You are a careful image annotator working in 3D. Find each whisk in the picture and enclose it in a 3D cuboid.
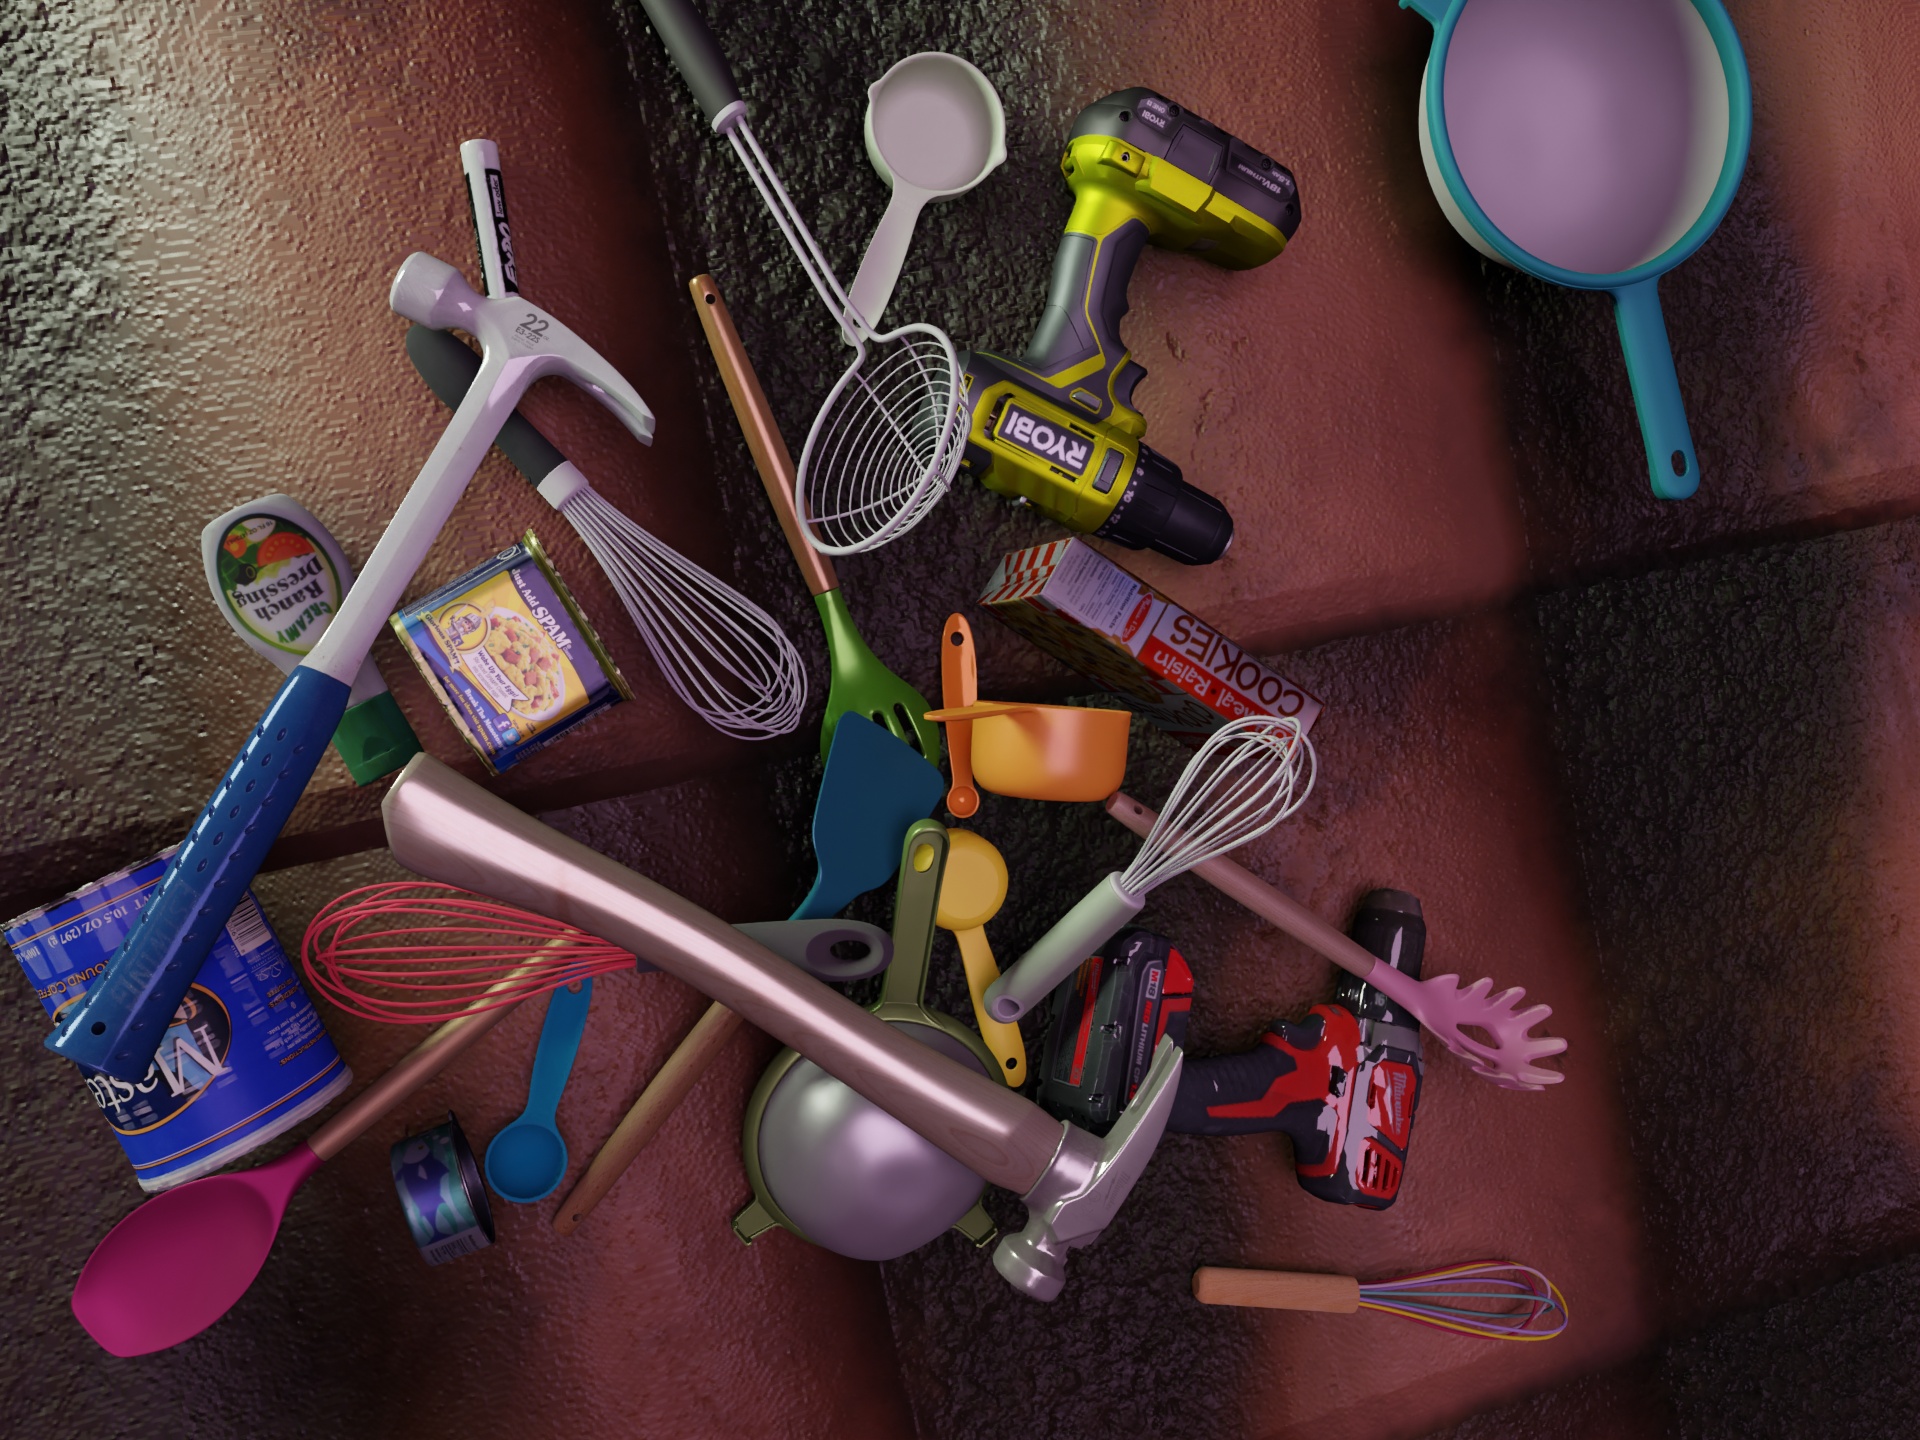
[{"bbox_3d":[0.093,0.084,0.839,0.057,0.059,0.246,38,116,-11],"label":"whisk"},{"bbox_3d":[-0.182,0.117,0.803,0.296,0.073,0.073,0,91,-3],"label":"whisk"},{"bbox_3d":[0.258,0.349,0.970,0.245,0.051,0.047,8,68,-12],"label":"whisk"},{"bbox_3d":[-0.185,-0.098,0.831,0.070,0.070,0.284,-45,97,-11],"label":"whisk"}]

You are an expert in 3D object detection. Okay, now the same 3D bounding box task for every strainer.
[{"bbox_3d":[0.374,-0.296,0.965,0.211,0.095,0.340,-18,98,-12],"label":"strainer"},{"bbox_3d":[-0.030,0.182,0.840,0.151,0.069,0.256,6,104,-15],"label":"strainer"}]

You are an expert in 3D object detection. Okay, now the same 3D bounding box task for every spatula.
[{"bbox_3d":[-0.121,0.143,0.850,0.082,0.044,0.317,37,92,-36],"label":"spatula"}]

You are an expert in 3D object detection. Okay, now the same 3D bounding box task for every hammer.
[{"bbox_3d":[-0.284,-0.027,0.737,0.144,0.035,0.406,26,71,-6],"label":"hammer"},{"bbox_3d":[-0.085,0.127,0.776,0.410,0.038,0.146,33,89,-11],"label":"hammer"}]

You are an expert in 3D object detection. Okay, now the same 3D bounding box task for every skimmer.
[{"bbox_3d":[-0.107,-0.258,0.819,0.090,0.127,0.363,-29,90,-51],"label":"skimmer"}]

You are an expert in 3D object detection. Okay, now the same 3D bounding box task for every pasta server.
[{"bbox_3d":[0.213,0.122,0.891,0.316,0.040,0.060,33,53,-16],"label":"pasta server"}]

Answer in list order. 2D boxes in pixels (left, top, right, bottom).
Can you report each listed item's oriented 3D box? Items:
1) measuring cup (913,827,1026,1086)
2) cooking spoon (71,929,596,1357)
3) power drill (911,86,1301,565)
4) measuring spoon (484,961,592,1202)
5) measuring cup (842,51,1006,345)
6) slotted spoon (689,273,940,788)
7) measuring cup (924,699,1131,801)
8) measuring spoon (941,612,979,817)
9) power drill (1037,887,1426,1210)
[{"bbox_3d":[0.014,0.137,0.900,0.062,0.029,0.156,-19,96,-15],"label":"measuring cup"},{"bbox_3d":[-0.309,0.203,0.817,0.319,0.017,0.068,-40,95,-11],"label":"cooking spoon"},{"bbox_3d":[0.100,-0.213,0.898,0.190,0.080,0.228,24,87,-13],"label":"power drill"},{"bbox_3d":[-0.219,0.190,0.847,0.042,0.021,0.129,17,77,-15],"label":"measuring spoon"},{"bbox_3d":[-0.033,-0.284,0.882,0.083,0.038,0.167,22,90,-15],"label":"measuring cup"},{"bbox_3d":[-0.085,-0.094,0.873,0.070,0.031,0.313,-23,95,-17],"label":"slotted spoon"},{"bbox_3d":[0.028,0.018,0.843,0.173,0.095,0.052,-3,97,-60],"label":"measuring cup"},{"bbox_3d":[-0.001,-0.003,0.907,0.021,0.011,0.117,-1,87,-20],"label":"measuring spoon"},{"bbox_3d":[0.172,0.173,0.923,0.226,0.080,0.188,16,79,-19],"label":"power drill"}]
